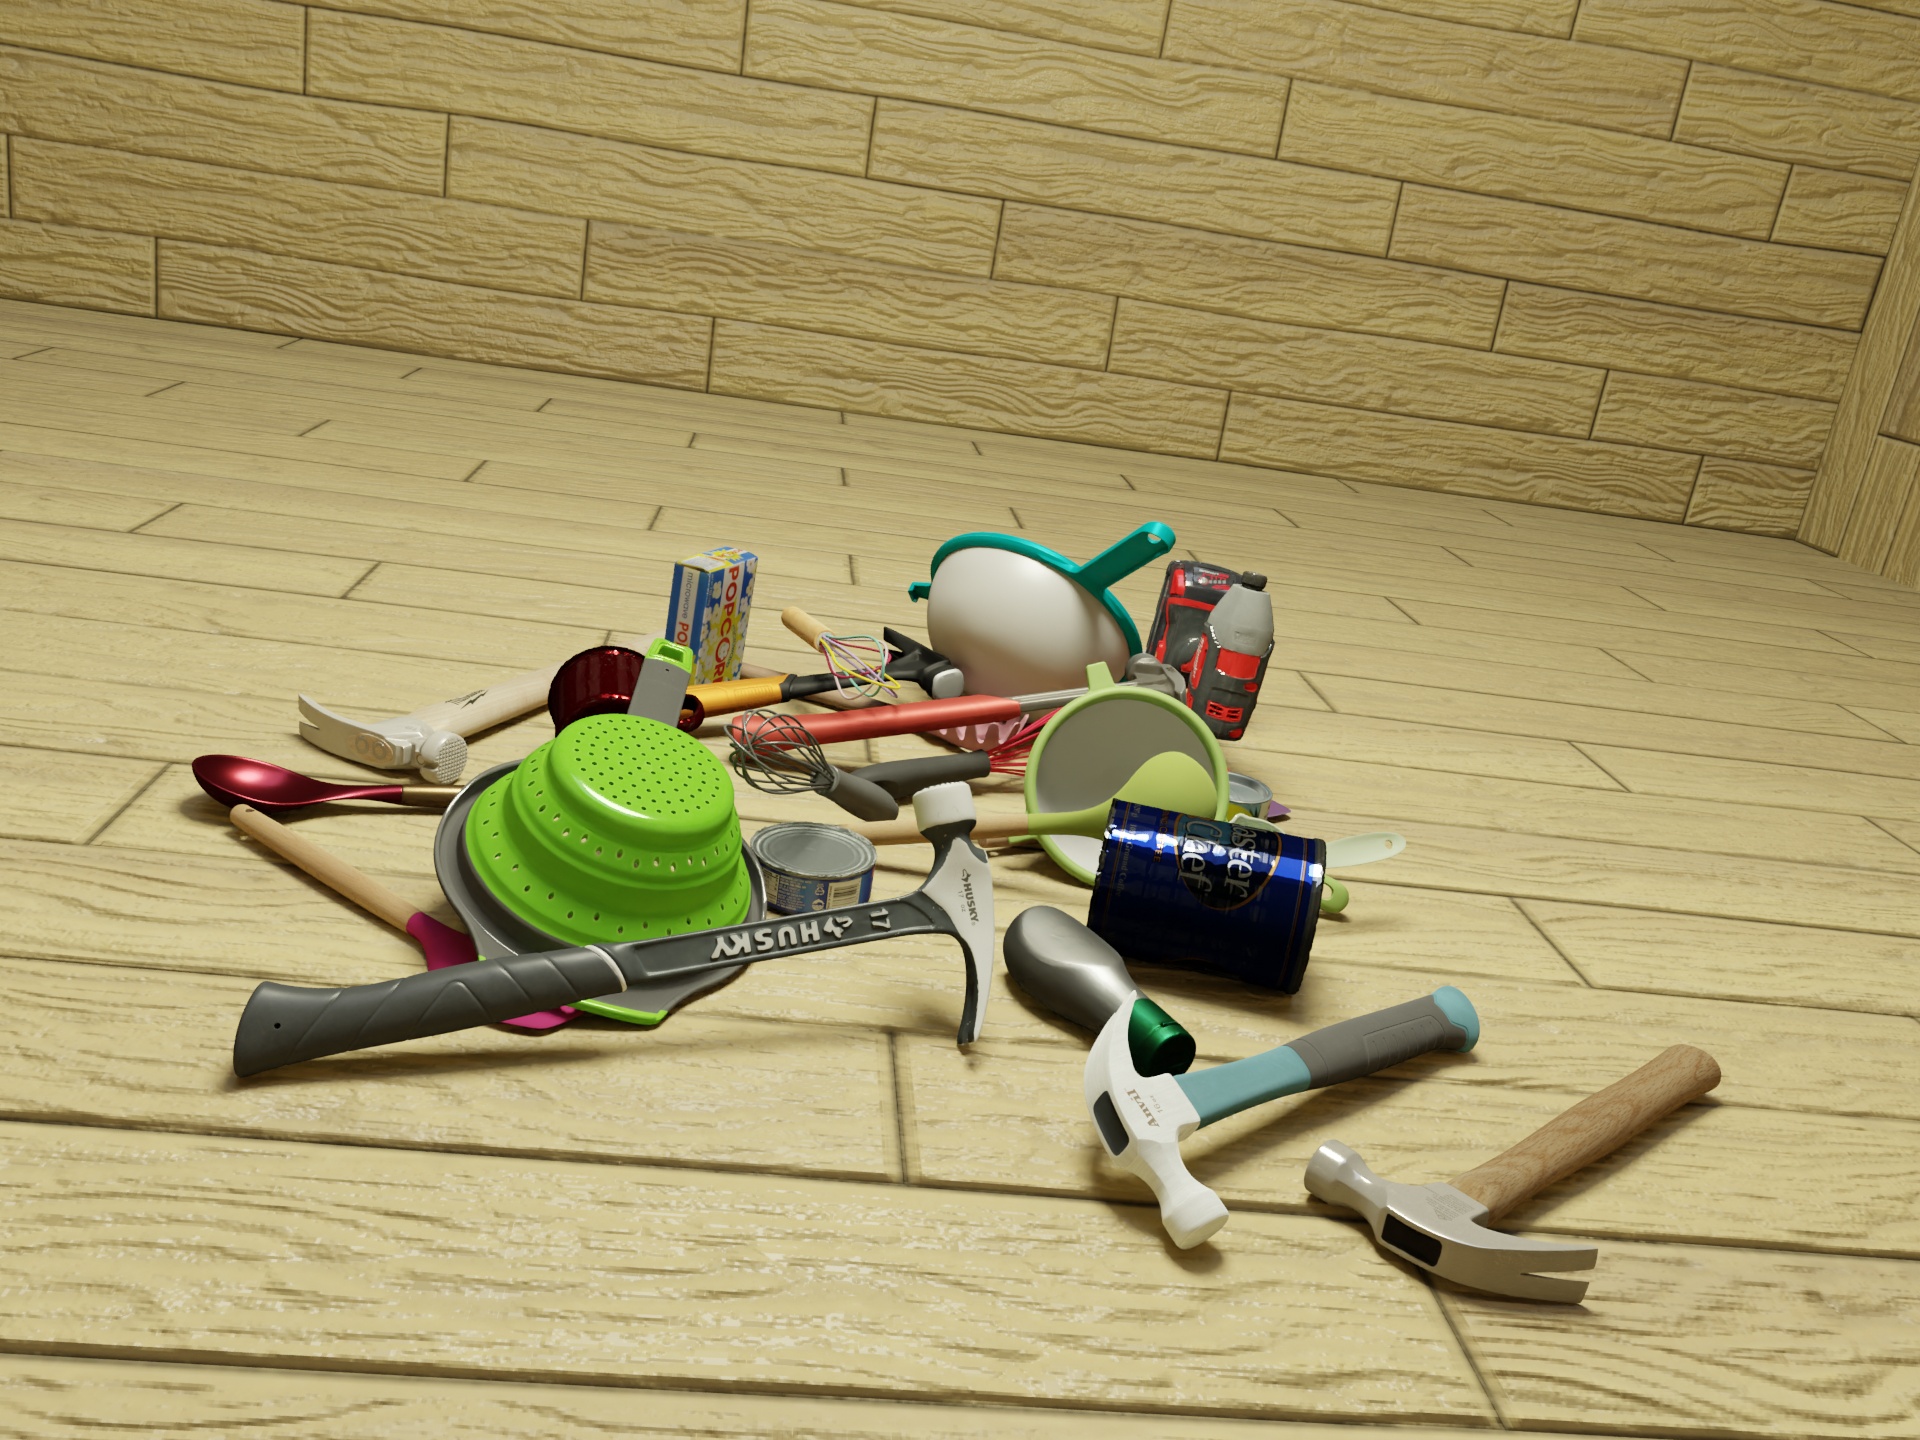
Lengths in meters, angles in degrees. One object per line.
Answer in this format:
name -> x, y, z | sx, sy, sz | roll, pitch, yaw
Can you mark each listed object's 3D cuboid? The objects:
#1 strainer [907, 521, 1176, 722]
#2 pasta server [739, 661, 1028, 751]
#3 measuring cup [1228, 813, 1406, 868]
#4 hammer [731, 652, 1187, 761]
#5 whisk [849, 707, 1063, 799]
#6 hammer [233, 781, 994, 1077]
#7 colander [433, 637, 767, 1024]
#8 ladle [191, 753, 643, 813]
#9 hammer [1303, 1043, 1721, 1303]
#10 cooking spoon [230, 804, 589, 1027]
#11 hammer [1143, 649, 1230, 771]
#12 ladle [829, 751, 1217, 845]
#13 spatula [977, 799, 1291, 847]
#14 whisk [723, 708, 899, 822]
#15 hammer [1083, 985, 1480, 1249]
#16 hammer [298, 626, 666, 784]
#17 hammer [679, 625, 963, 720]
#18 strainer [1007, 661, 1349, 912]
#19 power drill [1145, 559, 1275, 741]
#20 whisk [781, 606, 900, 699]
strainer -> 0.074, -0.078, 1.357 | 0.211, 0.095, 0.340 | 37, -25, -12
pasta server -> -0.089, -0.022, 1.421 | 0.316, 0.040, 0.060 | 15, 24, 21
measuring cup -> 0.242, 0.104, 1.139 | 0.167, 0.083, 0.038 | -8, -18, -22
hammer -> -0.002, -0.004, 1.267 | 0.359, 0.036, 0.149 | -7, 15, -1
whisk -> 0.034, 0.033, 1.295 | 0.295, 0.073, 0.073 | -10, 26, -32
hammer -> -0.170, 0.135, 0.856 | 0.409, 0.149, 0.036 | -8, -12, -21
colander -> -0.202, 0.020, 1.020 | 0.204, 0.094, 0.397 | 20, 29, -12
ladle -> -0.361, 0.051, 1.106 | 0.315, 0.031, 0.069 | 4, 20, -20
hammer -> 0.340, 0.235, 0.882 | 0.331, 0.031, 0.130 | -9, 25, -42
cooking spoon -> -0.342, 0.111, 0.952 | 0.319, 0.017, 0.068 | 22, 23, 30
hammer -> 0.196, -0.005, 1.476 | 0.143, 0.038, 0.387 | 7, 16, -10
ladle -> 0.022, 0.070, 1.127 | 0.320, 0.078, 0.062 | -4, 22, 4
spatula -> 0.141, 0.078, 1.265 | 0.315, 0.018, 0.060 | -5, 22, -37
whisk -> -0.096, 0.040, 1.103 | 0.055, 0.055, 0.238 | 18, -8, 25
hammer -> 0.196, 0.195, 0.895 | 0.331, 0.033, 0.128 | -3, 47, -43
hammer -> -0.355, -0.032, 1.335 | 0.146, 0.038, 0.410 | 15, 19, 21
hammer -> -0.171, -0.027, 1.344 | 0.336, 0.034, 0.127 | -10, 24, -29
strainer -> 0.167, 0.077, 1.185 | 0.256, 0.151, 0.069 | 28, -9, 0
power drill -> 0.227, -0.075, 1.416 | 0.078, 0.143, 0.220 | 12, 13, -5
whisk -> -0.109, -0.064, 1.336 | 0.047, 0.051, 0.245 | -14, 21, -20
